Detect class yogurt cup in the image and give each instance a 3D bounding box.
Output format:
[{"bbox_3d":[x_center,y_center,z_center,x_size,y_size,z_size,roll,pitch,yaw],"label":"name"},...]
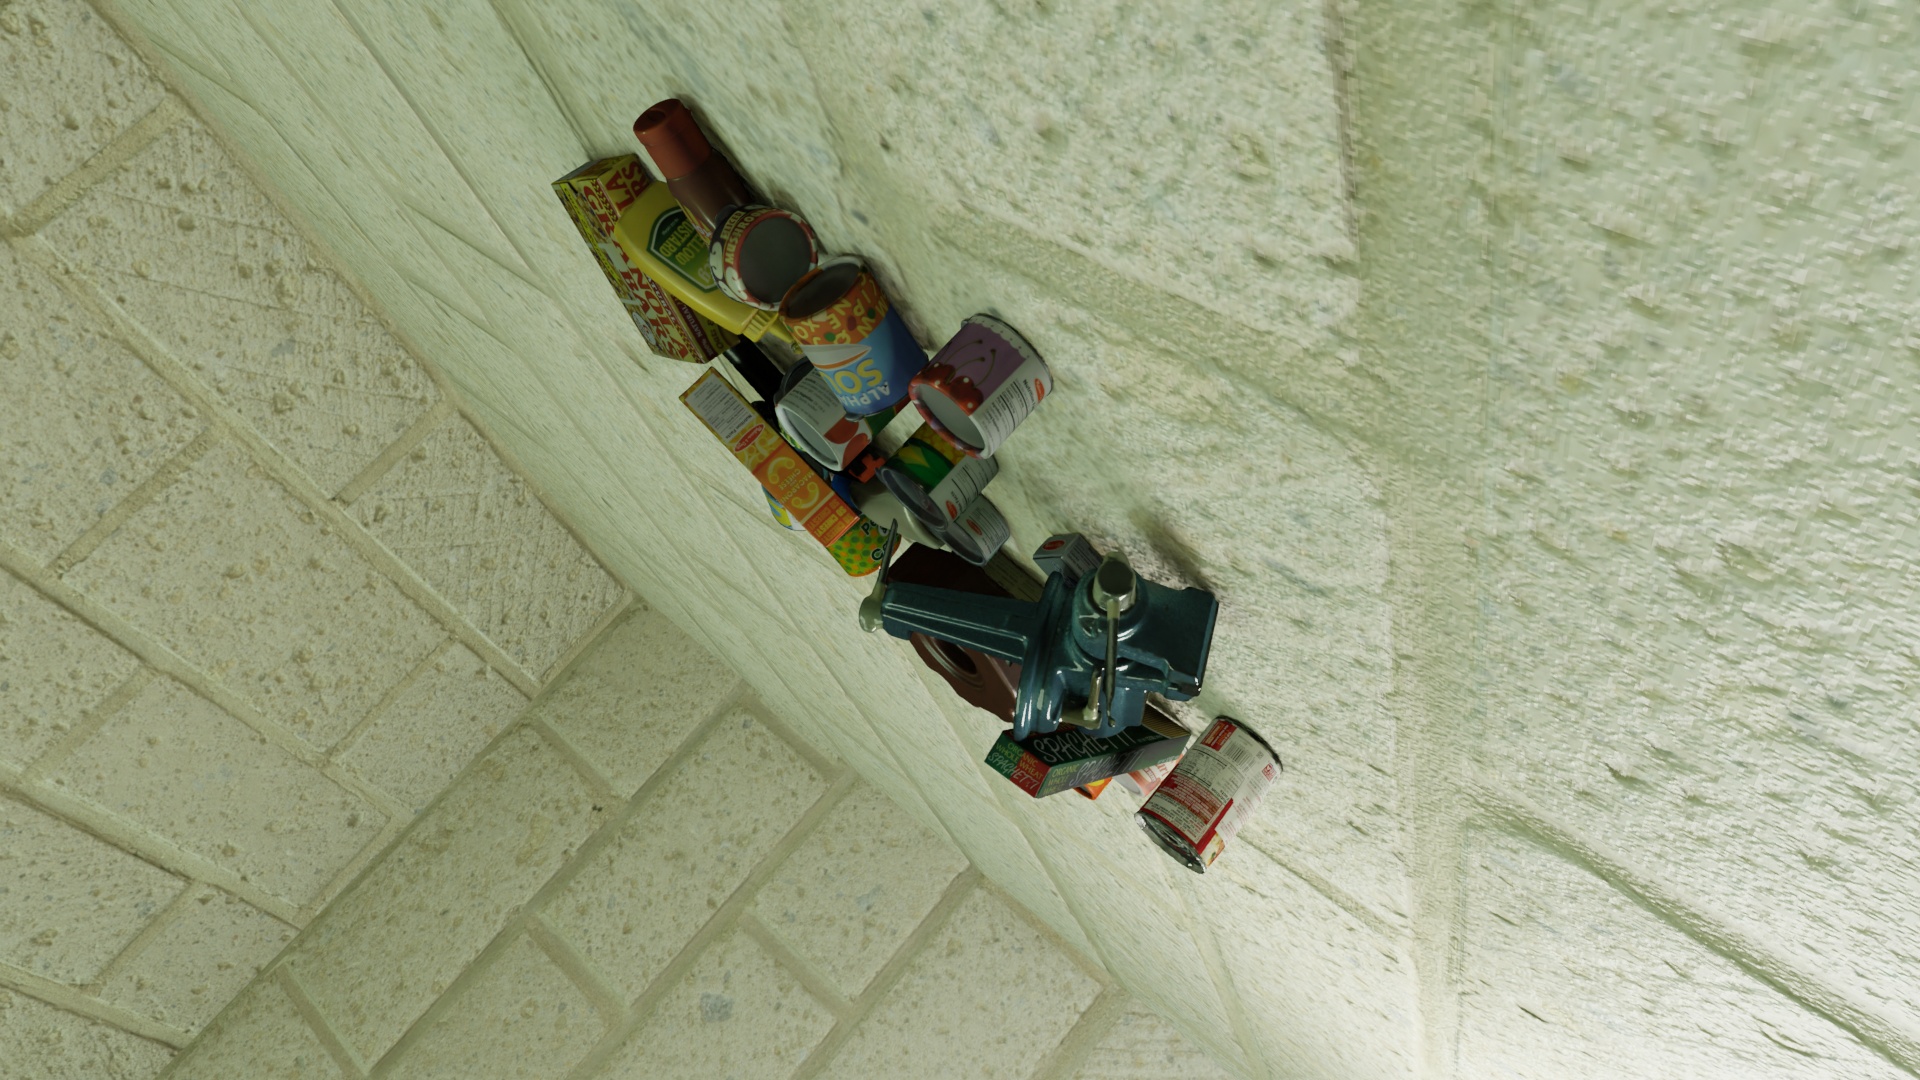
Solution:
[{"bbox_3d":[0.158,0.189,1.225,0.072,0.054,0.072,40,164,14],"label":"yogurt cup"}]

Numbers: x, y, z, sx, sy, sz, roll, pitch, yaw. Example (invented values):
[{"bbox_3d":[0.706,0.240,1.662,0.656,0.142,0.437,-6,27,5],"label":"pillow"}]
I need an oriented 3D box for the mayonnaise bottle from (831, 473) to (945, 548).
[{"bbox_3d":[-0.061,-0.036,1.194,0.148,0.041,0.064,22,153,54],"label":"mayonnaise bottle"}]

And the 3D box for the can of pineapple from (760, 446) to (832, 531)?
[{"bbox_3d":[-0.157,-0.051,1.341,0.071,0.071,0.057,38,163,17],"label":"can of pineapple"}]

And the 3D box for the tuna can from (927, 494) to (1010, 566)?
[{"bbox_3d":[0.004,-0.014,1.102,0.071,0.033,0.071,39,164,14],"label":"tuna can"}]

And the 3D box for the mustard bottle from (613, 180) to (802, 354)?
[{"bbox_3d":[-0.176,-0.193,1.020,0.160,0.065,0.049,39,170,-8],"label":"mustard bottle"}]

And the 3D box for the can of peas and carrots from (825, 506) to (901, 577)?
[{"bbox_3d":[-0.096,-0.008,1.308,0.071,0.071,0.058,19,153,55],"label":"can of peas and carrots"}]

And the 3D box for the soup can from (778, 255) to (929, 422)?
[{"bbox_3d":[-0.070,-0.130,0.900,0.071,0.071,0.083,23,155,51],"label":"soup can"}]

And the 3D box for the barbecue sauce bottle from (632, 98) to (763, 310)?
[{"bbox_3d":[-0.162,-0.224,0.929,0.065,0.044,0.148,38,166,47],"label":"barbecue sauce bottle"}]

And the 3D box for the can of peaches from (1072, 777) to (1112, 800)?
[{"bbox_3d":[0.126,0.214,1.365,0.071,0.058,0.071,39,164,14],"label":"can of peaches"}]

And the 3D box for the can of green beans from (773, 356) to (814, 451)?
[{"bbox_3d":[-0.108,-0.105,1.072,0.071,0.071,0.057,43,165,-1],"label":"can of green beans"}]

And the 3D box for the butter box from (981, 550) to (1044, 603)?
[{"bbox_3d":[0.047,0.043,1.168,0.103,0.024,0.053,40,164,10],"label":"butter box"}]

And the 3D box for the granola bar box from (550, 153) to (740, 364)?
[{"bbox_3d":[-0.254,-0.224,1.115,0.124,0.039,0.165,18,141,57],"label":"granola bar box"}]

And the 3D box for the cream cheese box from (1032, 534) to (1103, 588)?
[{"bbox_3d":[0.103,0.040,1.017,0.103,0.024,0.053,46,165,-12],"label":"cream cheese box"}]

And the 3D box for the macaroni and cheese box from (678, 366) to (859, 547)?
[{"bbox_3d":[-0.155,-0.067,1.148,0.166,0.040,0.124,46,178,-5],"label":"macaroni and cheese box"}]

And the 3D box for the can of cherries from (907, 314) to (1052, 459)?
[{"bbox_3d":[0.009,-0.092,0.829,0.071,0.058,0.071,38,164,13],"label":"can of cherries"}]

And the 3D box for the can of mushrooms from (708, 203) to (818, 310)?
[{"bbox_3d":[-0.129,-0.186,0.905,0.033,0.071,0.070,26,157,46],"label":"can of mushrooms"}]

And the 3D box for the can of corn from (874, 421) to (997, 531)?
[{"bbox_3d":[-0.017,-0.051,1.006,0.071,0.058,0.071,39,164,13],"label":"can of corn"}]

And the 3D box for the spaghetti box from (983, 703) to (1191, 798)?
[{"bbox_3d":[0.105,0.160,1.076,0.050,0.028,0.250,33,-164,29],"label":"spaghetti box"}]

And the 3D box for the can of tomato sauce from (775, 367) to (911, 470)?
[{"bbox_3d":[-0.079,-0.099,0.983,0.071,0.083,0.071,39,164,14],"label":"can of tomato sauce"}]
